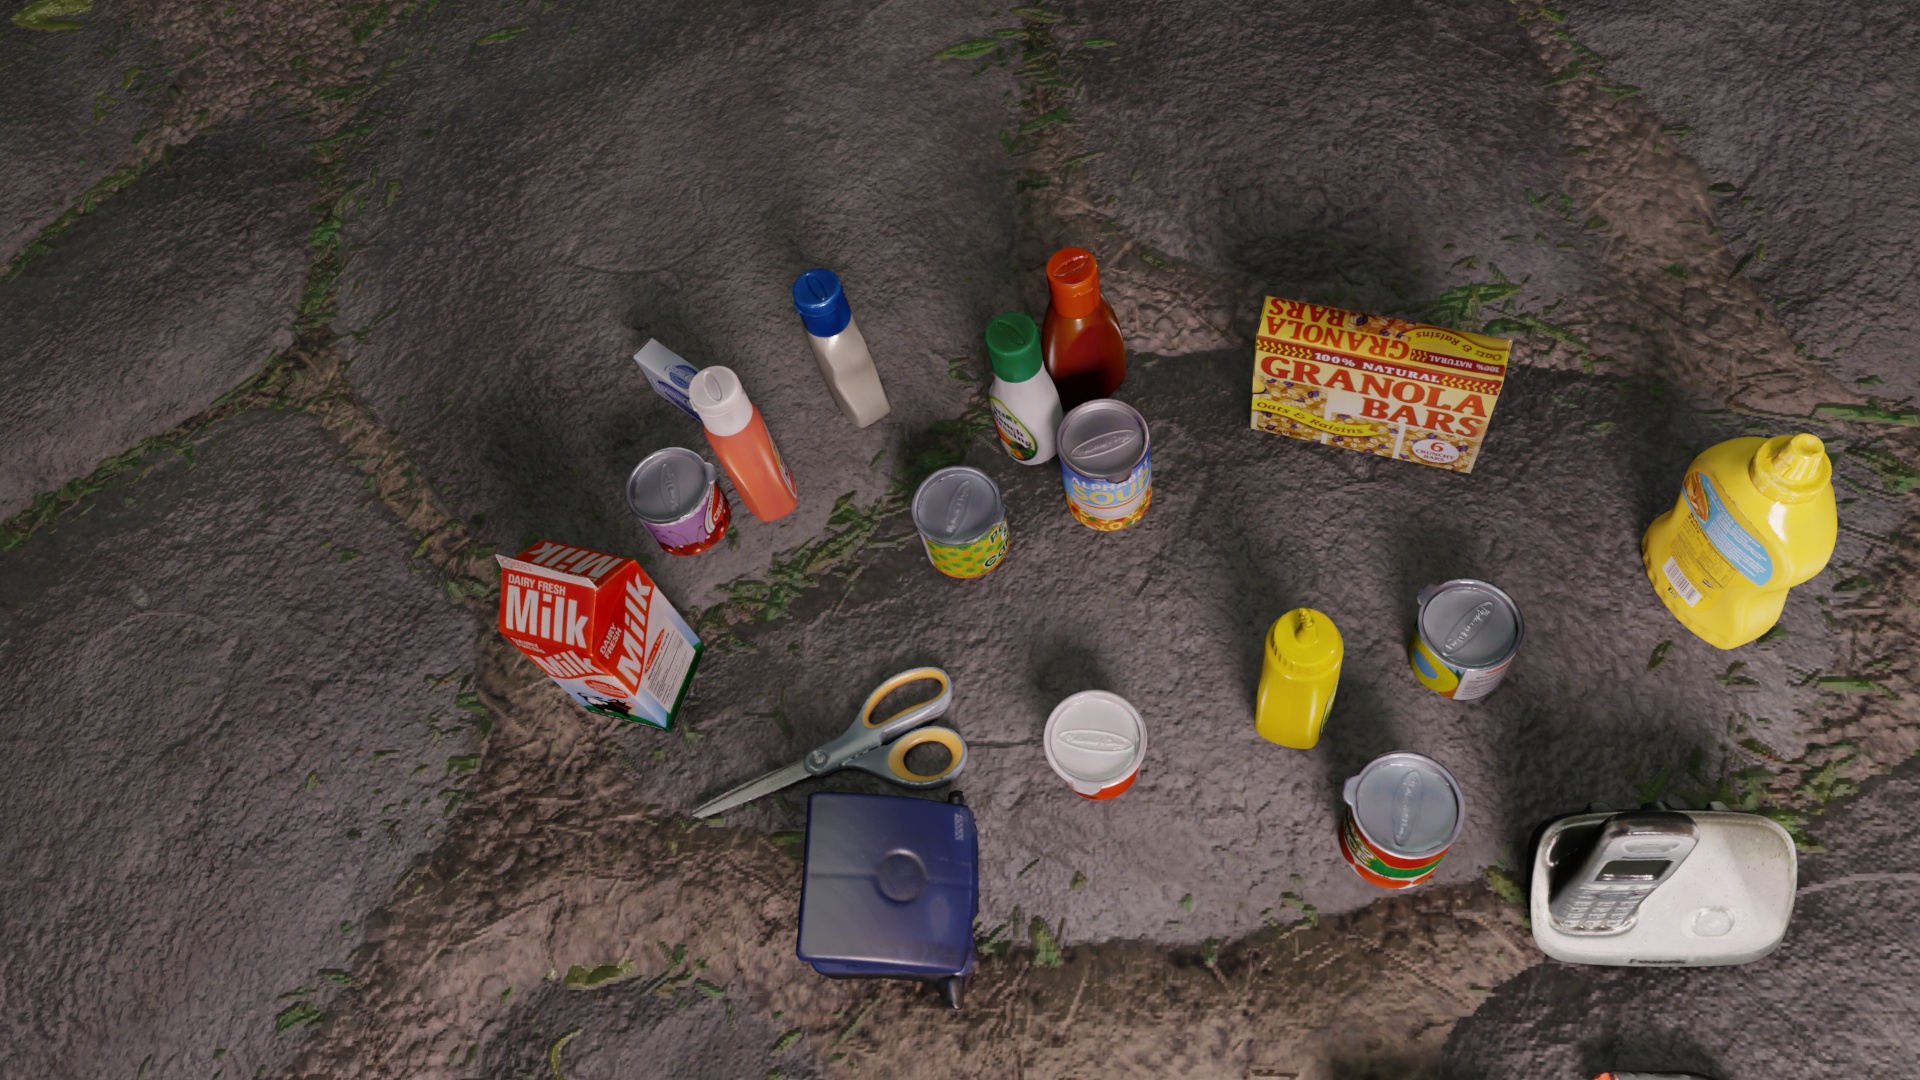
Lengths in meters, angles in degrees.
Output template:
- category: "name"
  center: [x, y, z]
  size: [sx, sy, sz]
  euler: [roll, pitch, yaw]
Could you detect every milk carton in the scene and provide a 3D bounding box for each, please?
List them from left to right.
- category: "milk carton"
  center: [-0.248, 0.060, 0.952]
  size: [0.072, 0.189, 0.074]
  euler: [12, 65, 15]

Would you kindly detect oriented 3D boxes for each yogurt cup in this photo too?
- category: "yogurt cup"
  center: [0.092, 0.140, 0.931]
  size: [0.072, 0.053, 0.073]
  euler: [-4, 62, 8]

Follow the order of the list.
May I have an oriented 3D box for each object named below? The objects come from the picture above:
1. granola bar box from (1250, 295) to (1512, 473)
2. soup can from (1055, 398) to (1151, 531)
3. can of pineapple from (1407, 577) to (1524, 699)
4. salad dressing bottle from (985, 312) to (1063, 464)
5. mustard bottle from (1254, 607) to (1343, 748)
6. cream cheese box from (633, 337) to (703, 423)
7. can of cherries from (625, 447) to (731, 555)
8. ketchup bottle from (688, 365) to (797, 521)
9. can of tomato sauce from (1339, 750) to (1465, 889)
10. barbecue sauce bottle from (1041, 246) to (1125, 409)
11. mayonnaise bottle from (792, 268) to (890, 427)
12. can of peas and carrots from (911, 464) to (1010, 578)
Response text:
- category: "granola bar box"
  center: [0.293, -0.109, 0.989]
  size: [0.165, 0.123, 0.039]
  euler: [14, 66, 16]
- category: "soup can"
  center: [0.107, -0.051, 1.013]
  size: [0.071, 0.083, 0.071]
  euler: [-4, 62, 8]
- category: "can of pineapple"
  center: [0.335, 0.065, 0.928]
  size: [0.071, 0.057, 0.071]
  euler: [-4, 62, 8]
- category: "salad dressing bottle"
  center: [0.045, -0.110, 1.018]
  size: [0.044, 0.147, 0.064]
  euler: [-40, 63, -11]
- category: "mustard bottle"
  center: [0.216, 0.082, 0.881]
  size: [0.049, 0.159, 0.065]
  euler: [14, 66, 16]
- category: "cream cheese box"
  center: [-0.213, -0.119, 1.119]
  size: [0.104, 0.053, 0.024]
  euler: [34, 73, 23]
- category: "can of cherries"
  center: [-0.214, -0.029, 1.069]
  size: [0.071, 0.058, 0.072]
  euler: [-4, 62, 8]
- category: "ketchup bottle"
  center: [-0.162, -0.073, 1.032]
  size: [0.043, 0.148, 0.065]
  euler: [-26, 62, -4]
- category: "can of tomato sauce"
  center: [0.271, 0.176, 0.865]
  size: [0.071, 0.082, 0.071]
  euler: [-4, 62, 8]
- category: "barbecue sauce bottle"
  center: [0.089, -0.158, 1.035]
  size: [0.065, 0.148, 0.044]
  euler: [-28, 62, -5]
- category: "mayonnaise bottle"
  center: [-0.092, -0.148, 1.060]
  size: [0.041, 0.147, 0.065]
  euler: [-31, 62, -7]
- category: "can of peas and carrots"
  center: [0.004, -0.013, 1.024]
  size: [0.071, 0.058, 0.071]
  euler: [-4, 62, 8]
